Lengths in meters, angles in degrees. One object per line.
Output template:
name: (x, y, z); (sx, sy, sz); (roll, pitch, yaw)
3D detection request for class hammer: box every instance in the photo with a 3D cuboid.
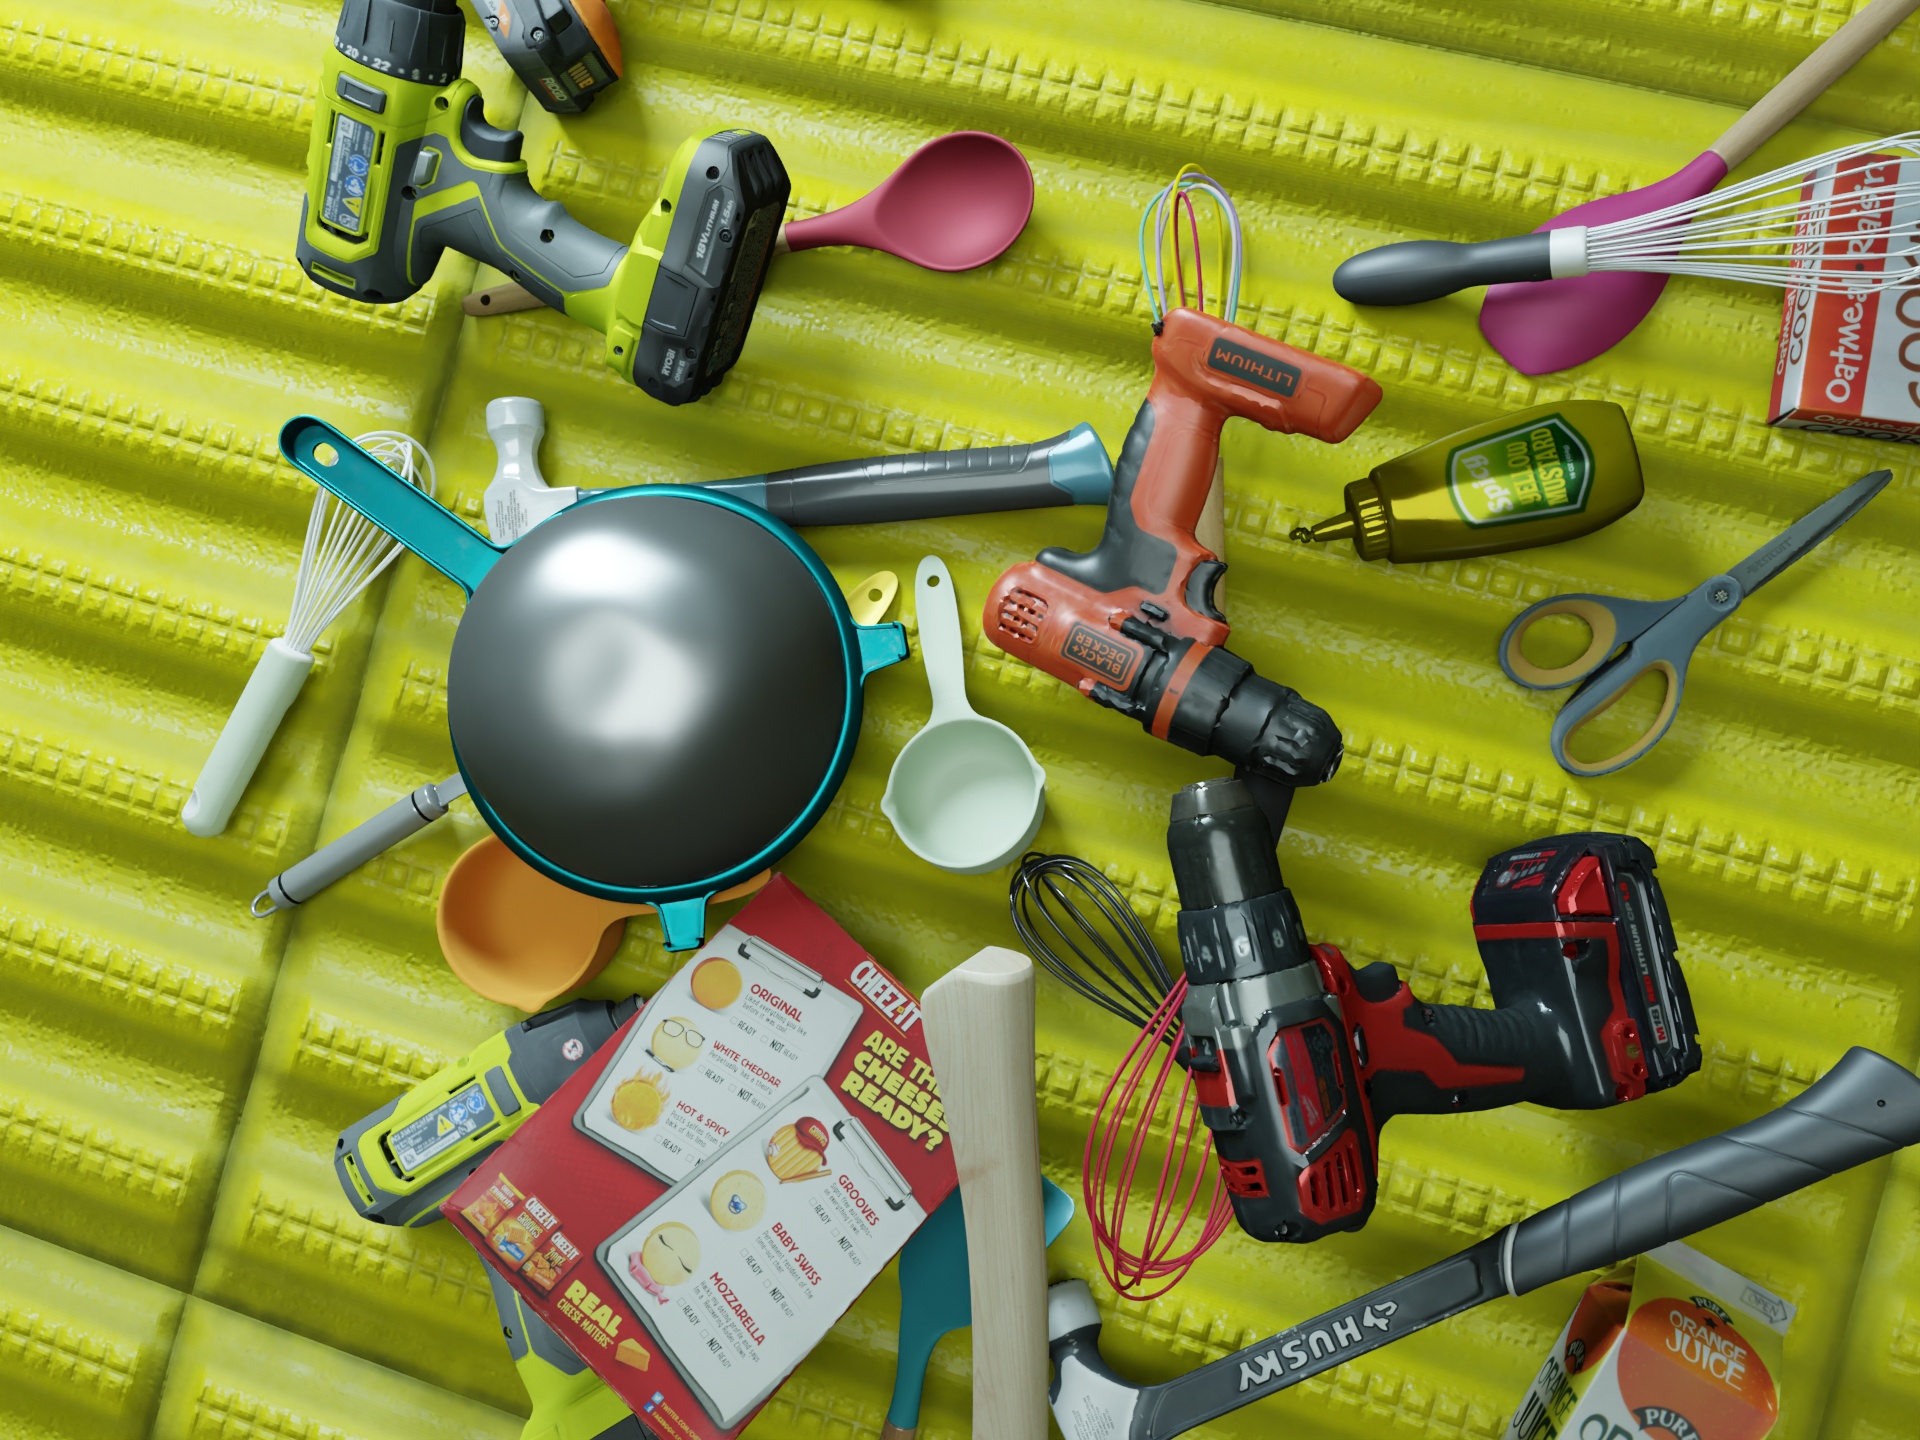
hammer: (0.227, 0.250, 0.699); (0.409, 0.036, 0.149); (-29, 62, 14)
hammer: (-0.084, -0.116, 0.817); (0.331, 0.033, 0.128); (-4, 86, 9)
hammer: (0.030, 0.299, 0.696); (0.146, 0.038, 0.410); (6, 106, 29)

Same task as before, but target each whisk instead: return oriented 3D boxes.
whisk: (-0.353, -0.044, 0.853); (0.058, 0.059, 0.246); (36, 98, 46)
whisk: (0.115, -0.151, 0.784); (0.051, 0.047, 0.245); (-1, 90, 8)
whisk: (0.110, 0.155, 0.767); (0.055, 0.055, 0.239); (-44, 85, 4)
whisk: (0.117, 0.115, 0.728); (0.073, 0.073, 0.296); (15, 69, 9)
whisk: (0.313, -0.218, 0.726); (0.285, 0.070, 0.070); (-1, 87, 25)

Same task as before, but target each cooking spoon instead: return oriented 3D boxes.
cooking spoon: (0.382, -0.285, 0.761); (0.319, 0.017, 0.069); (-42, 83, 5)

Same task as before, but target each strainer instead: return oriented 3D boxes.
strainer: (-0.273, 0.040, 0.836); (0.258, 0.050, 0.087); (-31, 67, 9)
strainer: (-0.207, -0.056, 0.757); (0.340, 0.095, 0.211); (35, 87, 7)

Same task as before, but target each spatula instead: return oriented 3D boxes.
spatula: (-0.026, 0.365, 0.780); (0.082, 0.044, 0.317); (21, 99, 40)

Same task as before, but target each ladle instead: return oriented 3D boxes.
ladle: (-0.115, -0.247, 0.833); (0.315, 0.031, 0.069); (-9, 92, 10)

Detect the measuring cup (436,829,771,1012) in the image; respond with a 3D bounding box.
measuring cup: (-0.175, 0.092, 0.812); (0.173, 0.052, 0.095); (-11, 85, 6)

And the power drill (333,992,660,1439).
power drill: (-0.188, 0.260, 0.793); (0.171, 0.080, 0.223); (-32, 80, 1)

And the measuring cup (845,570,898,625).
measuring cup: (-0.084, -0.014, 0.821); (0.062, 0.029, 0.156); (39, 81, 9)

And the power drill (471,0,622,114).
power drill: (-0.144, -0.413, 0.821); (0.226, 0.084, 0.164); (-30, 85, 3)

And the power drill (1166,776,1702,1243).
power drill: (0.194, 0.103, 0.685); (0.226, 0.080, 0.188); (-10, 85, -23)

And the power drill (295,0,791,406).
power drill: (-0.206, -0.271, 0.778); (0.228, 0.080, 0.190); (24, 119, 1)

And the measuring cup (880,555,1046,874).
measuring cup: (-0.001, -0.003, 0.803); (0.083, 0.038, 0.168); (-12, 69, 9)
